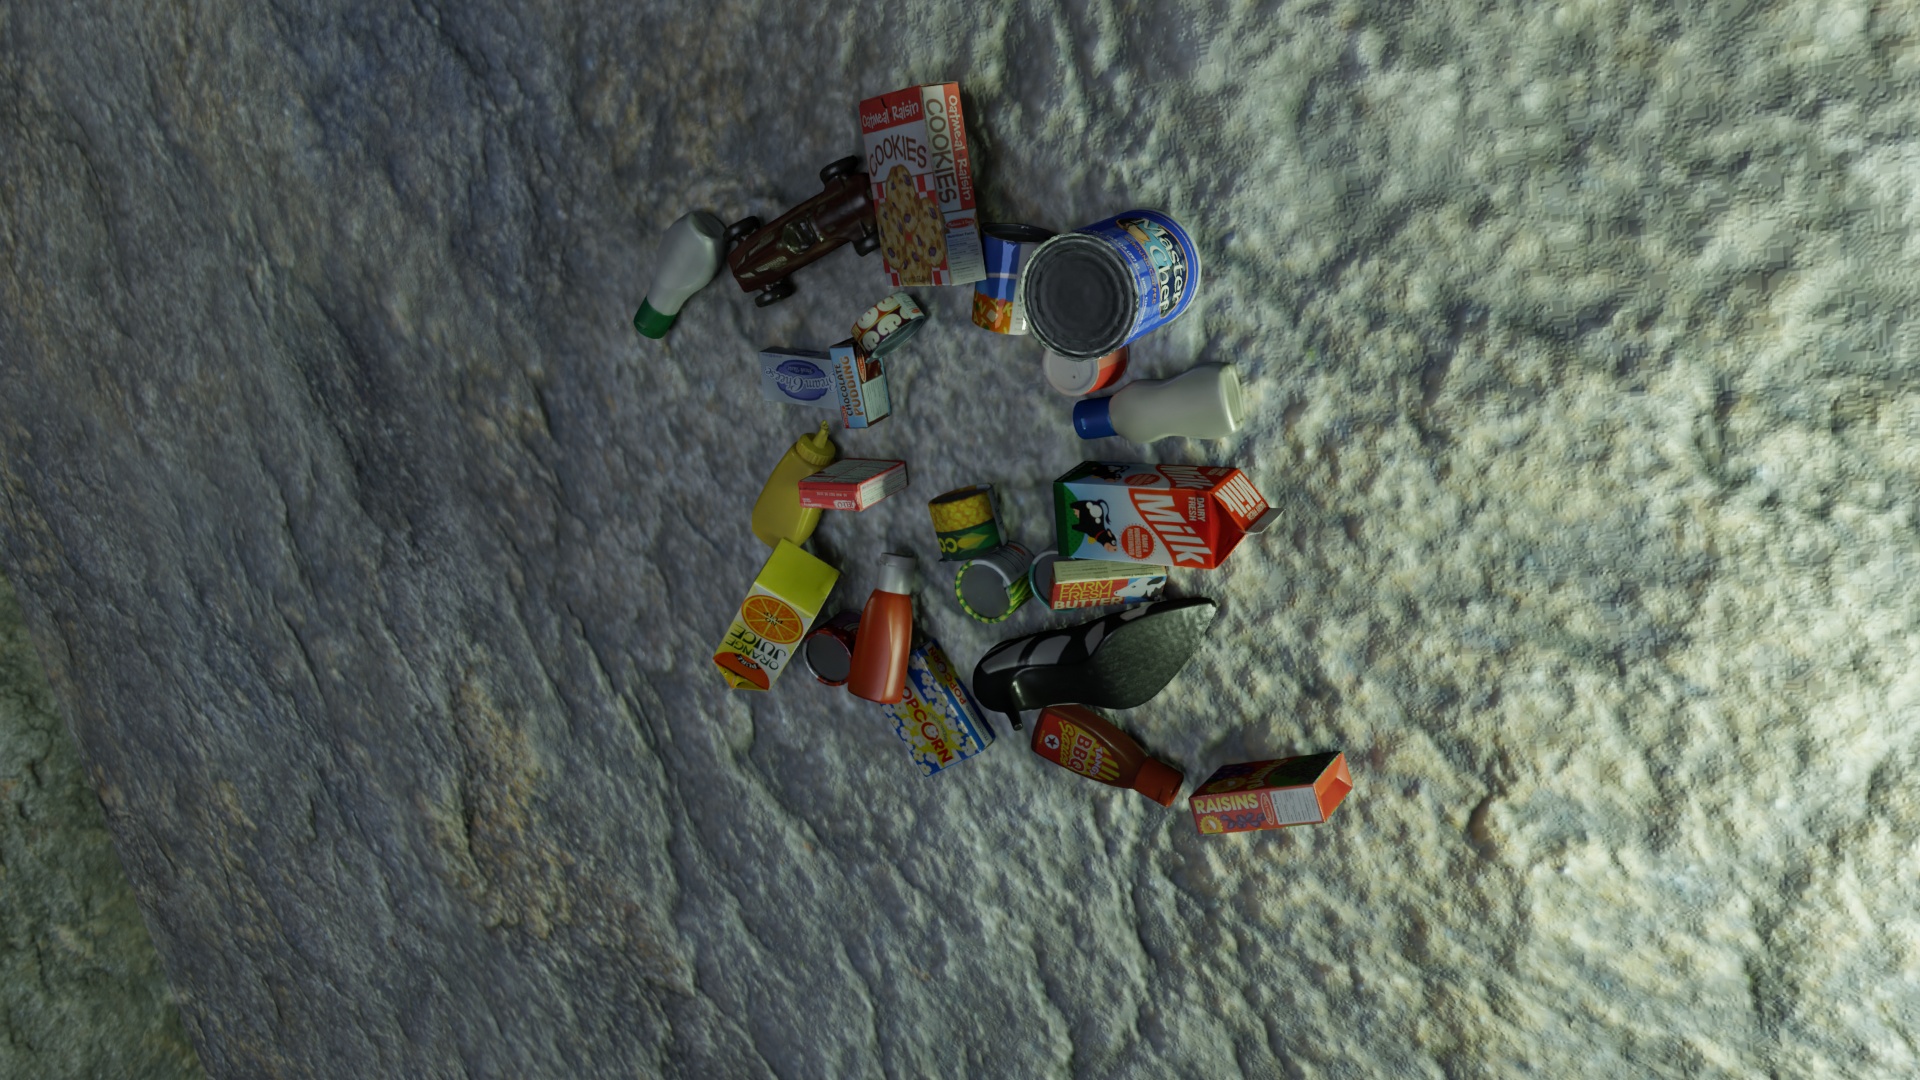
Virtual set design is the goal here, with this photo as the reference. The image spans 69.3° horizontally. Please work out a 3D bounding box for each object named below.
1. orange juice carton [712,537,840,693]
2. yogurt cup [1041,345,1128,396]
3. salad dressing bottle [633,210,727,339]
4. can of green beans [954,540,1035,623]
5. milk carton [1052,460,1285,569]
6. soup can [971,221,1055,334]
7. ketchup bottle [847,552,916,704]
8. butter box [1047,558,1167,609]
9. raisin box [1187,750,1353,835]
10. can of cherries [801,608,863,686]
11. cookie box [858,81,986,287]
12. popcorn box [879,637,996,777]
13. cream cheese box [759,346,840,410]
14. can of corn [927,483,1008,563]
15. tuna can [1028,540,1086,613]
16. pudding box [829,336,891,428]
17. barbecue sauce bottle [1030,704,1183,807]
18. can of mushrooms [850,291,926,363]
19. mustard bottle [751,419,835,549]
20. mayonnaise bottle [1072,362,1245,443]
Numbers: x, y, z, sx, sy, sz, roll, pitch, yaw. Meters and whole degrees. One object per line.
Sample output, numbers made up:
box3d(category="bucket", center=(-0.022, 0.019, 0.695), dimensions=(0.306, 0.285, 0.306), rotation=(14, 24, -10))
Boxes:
box3d(category="orange juice carton", center=(-0.203, 0.091, 1.476), dimensions=(0.073, 0.072, 0.191), rotation=(31, 135, -5))
box3d(category="yogurt cup", center=(0.107, -0.160, 1.222), dimensions=(0.072, 0.054, 0.072), rotation=(11, 115, 26))
box3d(category="salad dressing bottle", center=(-0.291, -0.270, 1.425), dimensions=(0.064, 0.044, 0.147), rotation=(46, 126, 5))
box3d(category="can of green beans", center=(0.036, 0.040, 1.342), dimensions=(0.071, 0.058, 0.071), rotation=(12, 115, 27))
box3d(category="milk carton", center=(0.183, -0.023, 1.220), dimensions=(0.190, 0.073, 0.073), rotation=(5, 111, 29))
box3d(category="soup can", center=(0.044, -0.232, 1.225), dimensions=(0.071, 0.072, 0.083), rotation=(19, 118, 24))
box3d(category="ketchup bottle", center=(-0.076, 0.088, 1.409), dimensions=(0.065, 0.043, 0.148), rotation=(12, 93, 47))
box3d(category="butter box", center=(0.132, 0.038, 1.260), dimensions=(0.103, 0.024, 0.053), rotation=(-4, 149, -3))
box3d(category="raisin box", center=(0.280, 0.228, 1.253), dimensions=(0.123, 0.086, 0.040), rotation=(-14, 96, 34))
box3d(category="can of cherries", center=(-0.123, 0.113, 1.467), dimensions=(0.071, 0.059, 0.071), rotation=(12, 115, 27))
box3d(category="cookie box", center=(-0.036, -0.309, 1.218), dimensions=(0.123, 0.040, 0.167), rotation=(16, 118, 60))
box3d(category="popcorn box", center=(-0.032, 0.175, 1.450), dimensions=(0.085, 0.038, 0.126), rotation=(-31, 92, 37))
box3d(category="cream cheese box", center=(-0.152, -0.163, 1.396), dimensions=(0.104, 0.024, 0.053), rotation=(9, 115, 28))
box3d(category="can of corn", center=(0.005, -0.017, 1.331), dimensions=(0.071, 0.071, 0.058), rotation=(-8, 104, 33))
box3d(category="tuna can", center=(0.101, 0.036, 1.318), dimensions=(0.071, 0.033, 0.070), rotation=(12, 114, 27))
box3d(category="pudding box", center=(-0.096, -0.155, 1.349), dimensions=(0.030, 0.050, 0.083), rotation=(1, 110, 29))
box3d(category="barbecue sauce bottle", center=(0.144, 0.209, 1.355), dimensions=(0.149, 0.044, 0.064), rotation=(25, 121, 20))
box3d(category="can of mushrooms", center=(-0.070, -0.200, 1.304), dimensions=(0.070, 0.071, 0.033), rotation=(-39, 86, 36))
box3d(category="mustard bottle", center=(-0.163, -0.061, 1.427), dimensions=(0.065, 0.049, 0.159), rotation=(36, 123, 9))
box3d(category="mayonnaise bottle", center=(0.170, -0.115, 1.211), dimensions=(0.148, 0.041, 0.064), rotation=(-5, 105, 34))
